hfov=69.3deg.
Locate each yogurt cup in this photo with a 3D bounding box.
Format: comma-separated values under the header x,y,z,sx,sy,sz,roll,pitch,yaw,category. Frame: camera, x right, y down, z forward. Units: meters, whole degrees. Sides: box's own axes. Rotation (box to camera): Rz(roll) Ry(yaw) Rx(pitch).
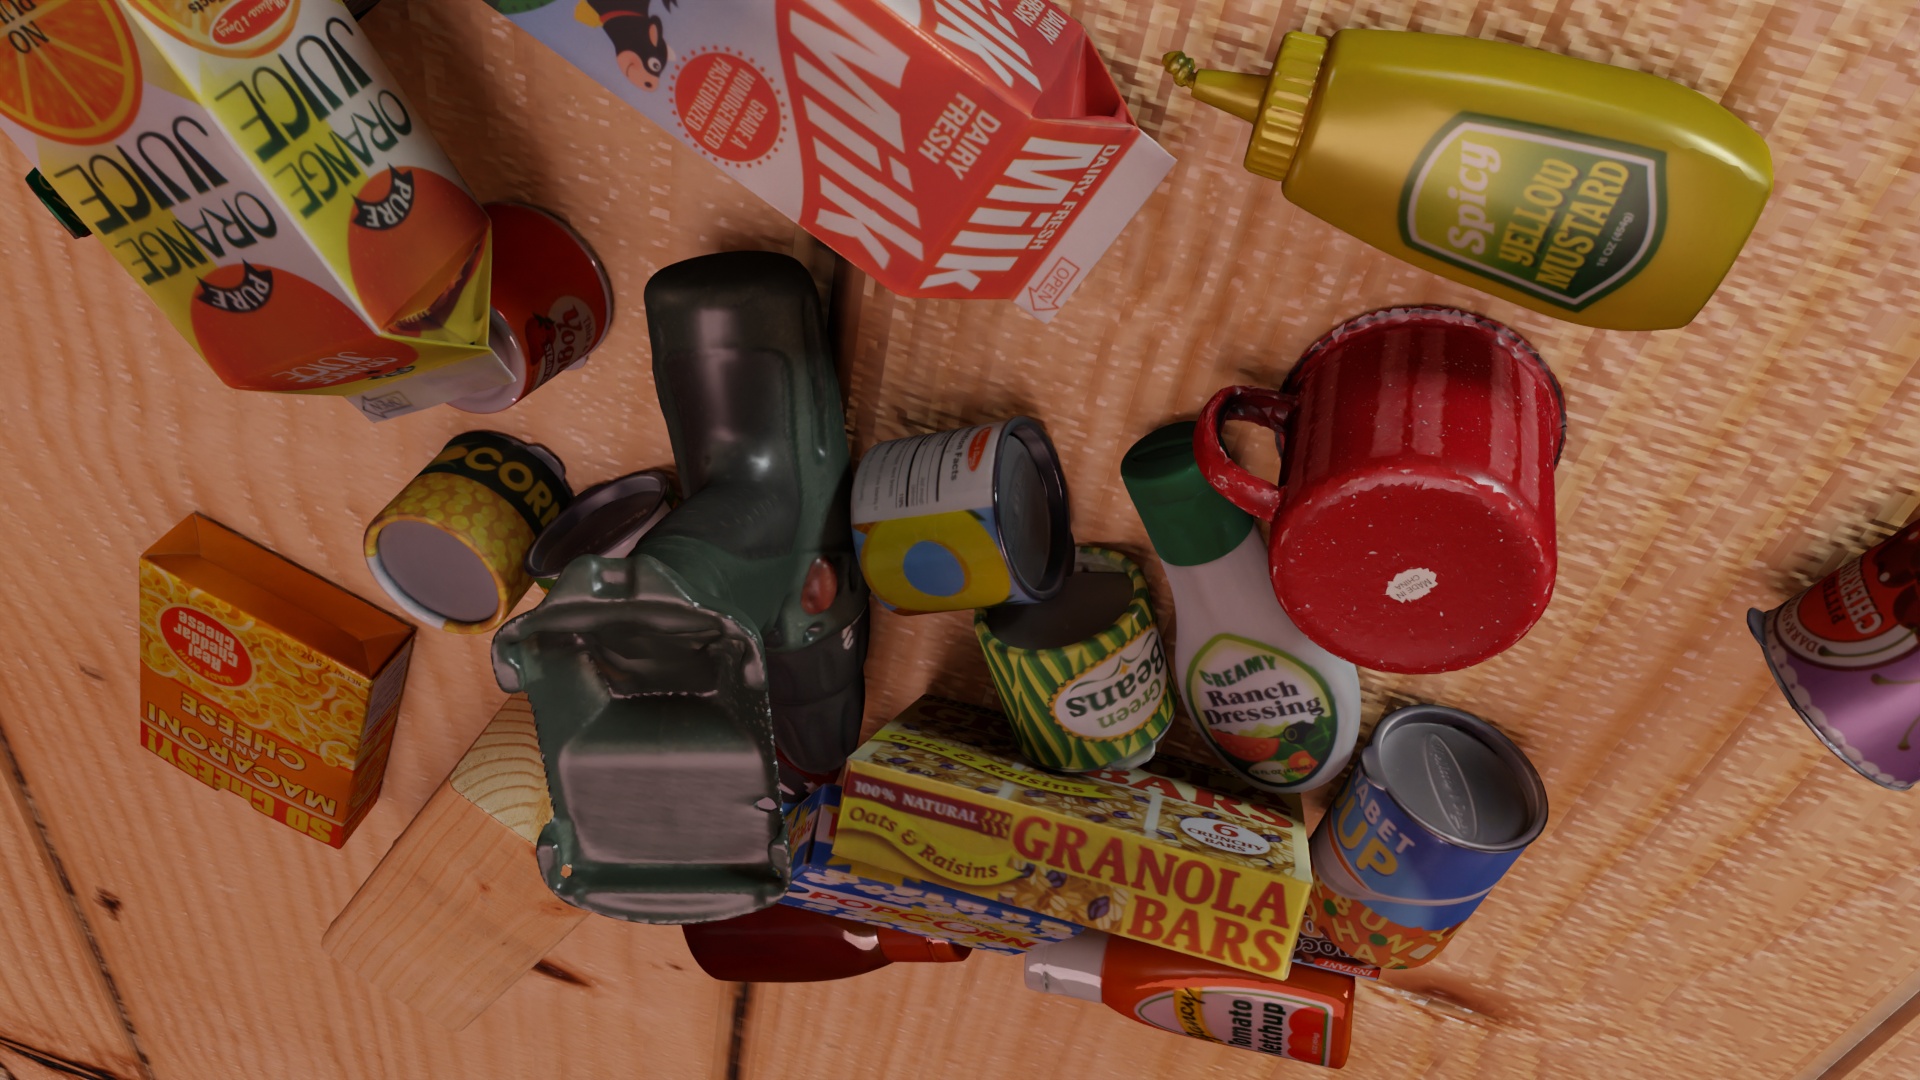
x,y,z,sx,sy,sz,roll,pitch,yaw,category
-0.170,-0.083,0.509,0.072,0.054,0.072,10,129,13,yogurt cup

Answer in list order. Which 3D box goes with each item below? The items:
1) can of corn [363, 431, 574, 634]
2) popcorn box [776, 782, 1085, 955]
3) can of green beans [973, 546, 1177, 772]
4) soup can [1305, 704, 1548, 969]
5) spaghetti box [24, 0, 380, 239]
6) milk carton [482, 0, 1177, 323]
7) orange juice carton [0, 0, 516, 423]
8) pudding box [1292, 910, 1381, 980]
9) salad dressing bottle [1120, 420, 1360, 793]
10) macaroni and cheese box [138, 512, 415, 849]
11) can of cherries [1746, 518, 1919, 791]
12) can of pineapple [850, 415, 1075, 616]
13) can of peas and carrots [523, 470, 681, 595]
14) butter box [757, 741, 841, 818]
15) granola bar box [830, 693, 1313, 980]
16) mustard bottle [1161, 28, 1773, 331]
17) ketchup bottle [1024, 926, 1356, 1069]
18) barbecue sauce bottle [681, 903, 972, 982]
x,y,z,sx,sy,sz,roll,pitch,yaw,category
-0.203,-0.004,0.581,0.071,0.058,0.070,10,130,12,can of corn
-0.016,0.148,0.613,0.127,0.038,0.085,17,153,-14,popcorn box
0.044,0.044,0.523,0.071,0.071,0.057,-4,125,23,can of green beans
0.171,0.114,0.532,0.071,0.072,0.083,20,131,4,soup can
-0.232,-0.171,0.464,0.249,0.050,0.028,-21,116,32,spaghetti box
-0.033,-0.140,0.400,0.190,0.074,0.072,34,131,-8,milk carton
-0.214,-0.117,0.419,0.071,0.073,0.192,-11,127,26,orange juice carton
0.143,0.156,0.601,0.084,0.030,0.049,11,131,12,pudding box
0.100,0.026,0.504,0.064,0.044,0.147,-11,122,29,salad dressing bottle
-0.357,0.079,0.716,0.124,0.040,0.165,29,131,-3,macaroni and cheese box
0.291,0.032,0.424,0.071,0.072,0.058,34,131,-8,can of cherries
0.002,-0.006,0.499,0.058,0.071,0.070,-8,124,26,can of pineapple
-0.134,0.013,0.567,0.071,0.071,0.058,-13,122,28,can of peas and carrots
-0.108,0.128,0.663,0.053,0.024,0.103,38,119,-11,butter box
0.047,0.108,0.537,0.166,0.124,0.039,13,97,10,granola bar box
0.131,-0.106,0.383,0.160,0.049,0.065,17,129,6,mustard bottle
0.106,0.203,0.644,0.149,0.044,0.064,6,130,16,ketchup bottle
-0.066,0.193,0.699,0.148,0.044,0.064,-7,117,24,barbecue sauce bottle
